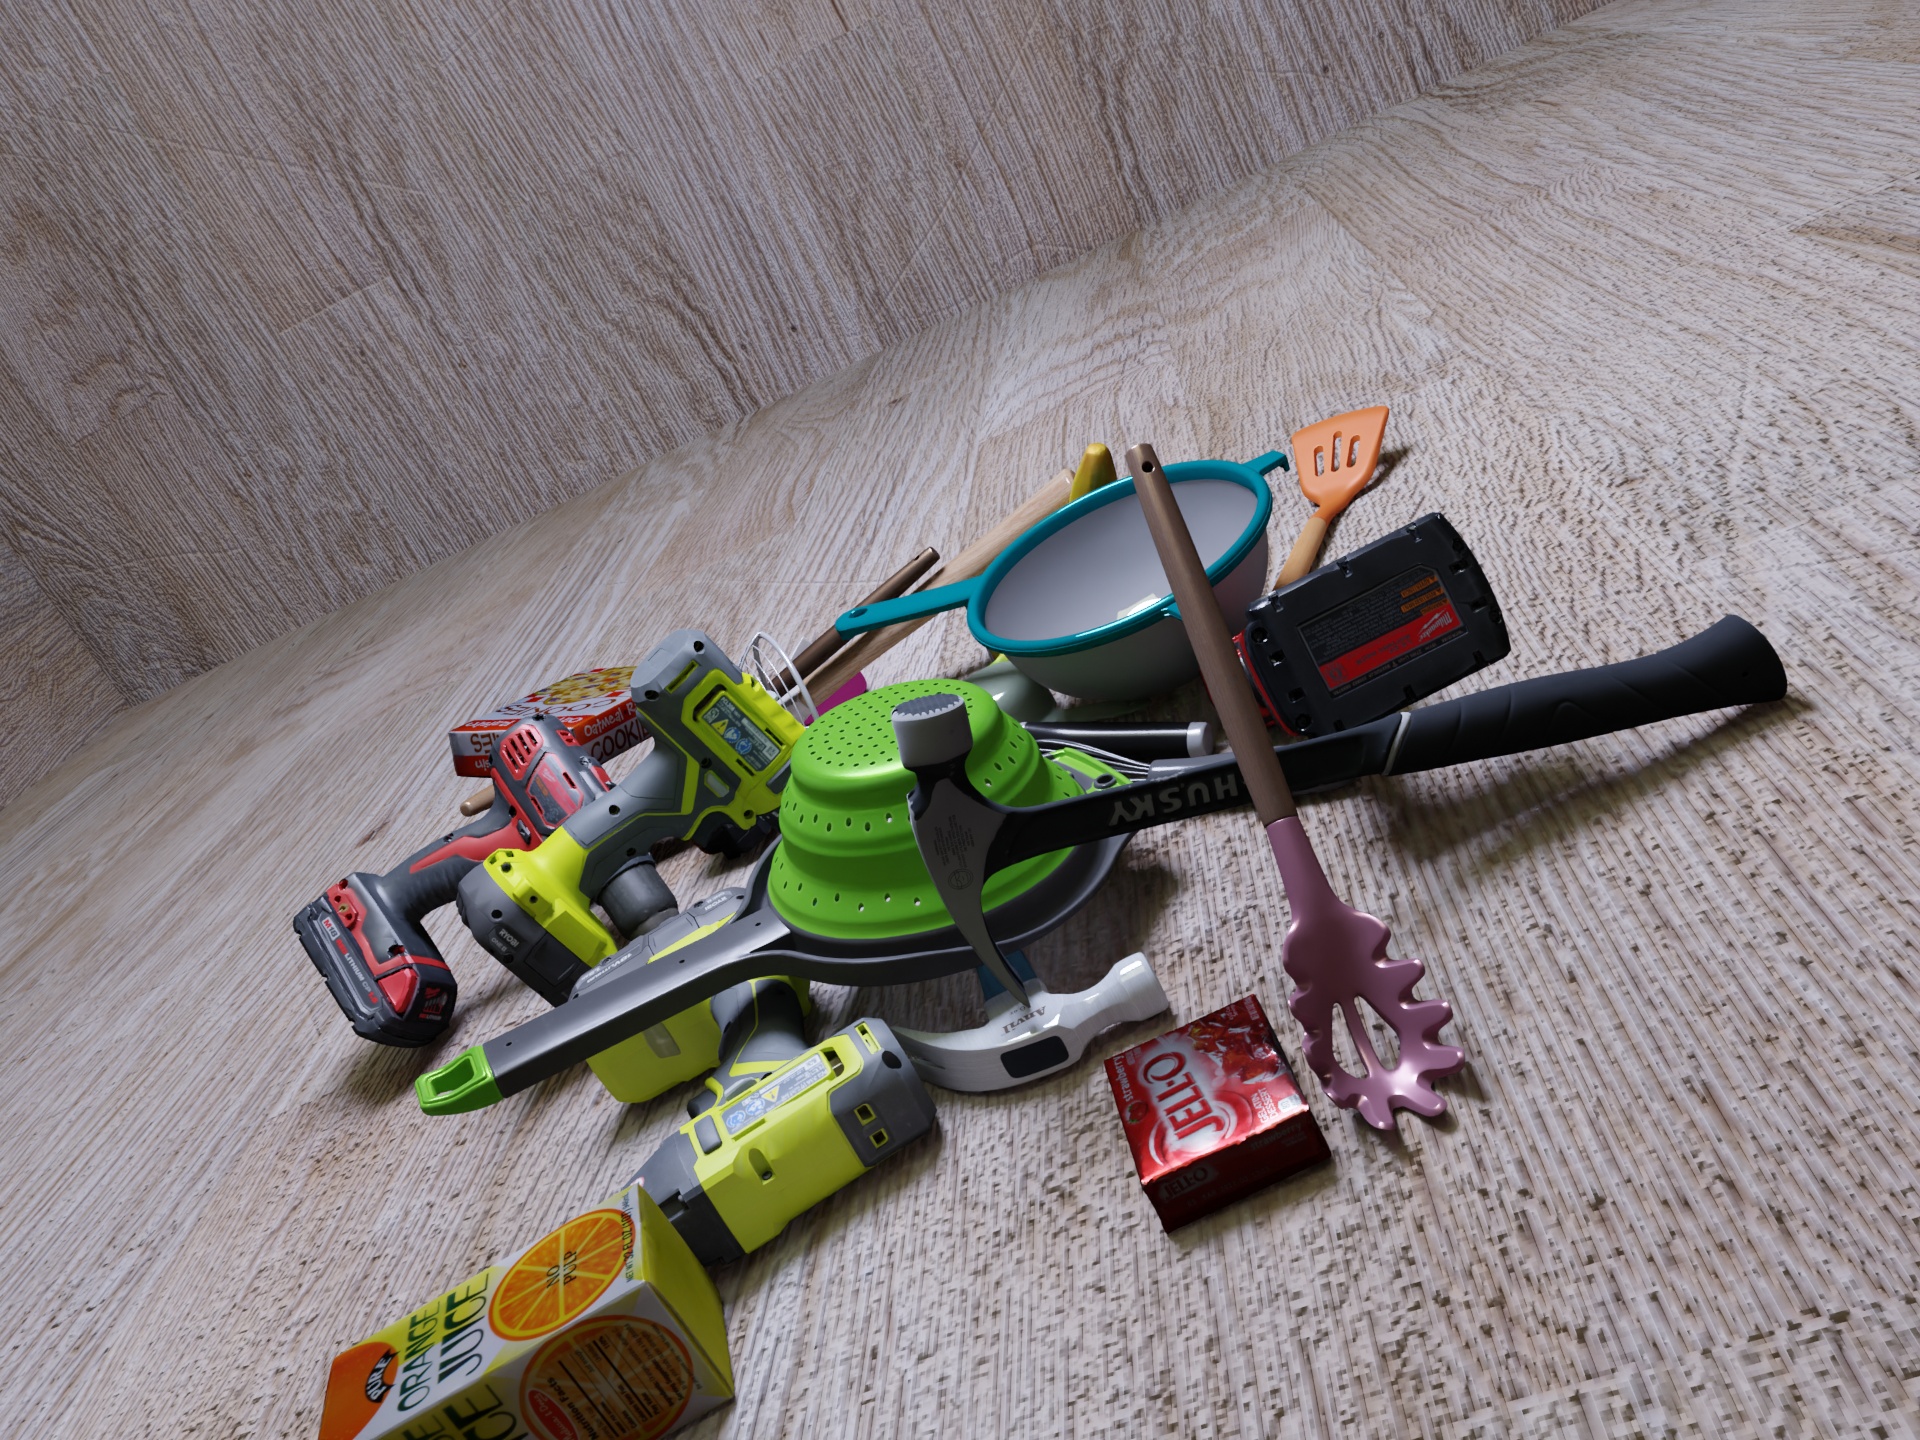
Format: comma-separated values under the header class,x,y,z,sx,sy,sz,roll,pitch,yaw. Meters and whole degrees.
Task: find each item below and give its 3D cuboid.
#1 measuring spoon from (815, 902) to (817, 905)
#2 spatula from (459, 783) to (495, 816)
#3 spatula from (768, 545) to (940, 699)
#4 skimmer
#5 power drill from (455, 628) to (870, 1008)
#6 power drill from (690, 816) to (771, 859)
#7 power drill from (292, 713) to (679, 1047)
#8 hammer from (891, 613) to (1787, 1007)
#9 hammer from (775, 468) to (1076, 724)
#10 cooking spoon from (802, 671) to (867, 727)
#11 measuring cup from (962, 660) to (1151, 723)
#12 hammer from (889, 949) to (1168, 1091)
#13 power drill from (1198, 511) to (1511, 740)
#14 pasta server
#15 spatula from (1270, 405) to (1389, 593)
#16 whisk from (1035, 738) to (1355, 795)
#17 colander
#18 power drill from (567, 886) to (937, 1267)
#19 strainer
class,x,y,z,sx,sy,sz,roll,pitch,yaw
measuring spoon,-0.110,0.135,0.990,0.128,0.021,0.042,-31,19,-34
spatula,-0.291,0.026,1.296,0.082,0.044,0.317,-22,7,30
spatula,-0.137,-0.033,1.254,0.316,0.018,0.060,-39,32,17
skimmer,-0.002,-0.003,1.052,0.363,0.127,0.090,-1,32,28
power drill,-0.179,0.082,0.997,0.228,0.190,0.080,-47,25,-8
power drill,-0.242,0.080,1.184,0.226,0.084,0.164,-23,22,23
power drill,-0.314,0.128,1.083,0.226,0.188,0.080,-39,-18,-1
hammer,0.181,0.021,0.732,0.409,0.149,0.036,-13,14,-2
hammer,-0.037,-0.085,1.237,0.331,0.031,0.130,-37,28,19
cooking spoon,-0.219,0.041,1.321,0.319,0.017,0.069,-29,34,-2
measuring cup,0.058,-0.016,1.093,0.167,0.038,0.083,-7,29,44
hammer,0.010,0.103,0.890,0.128,0.033,0.331,-27,21,-1
power drill,0.209,-0.045,0.857,0.143,0.078,0.219,-27,-2,2
pasta server,0.127,0.016,0.671,0.060,0.316,0.040,-17,-19,-3
spatula,0.246,-0.136,1.140,0.081,0.041,0.323,-12,27,33
whisk,0.115,0.031,0.911,0.239,0.055,0.055,-5,30,36
colander,-0.095,0.074,0.805,0.397,0.094,0.205,-25,26,-17
power drill,-0.126,0.183,0.813,0.171,0.080,0.223,-31,25,-10
strainer,0.065,-0.066,1.076,0.340,0.095,0.211,-11,32,35
